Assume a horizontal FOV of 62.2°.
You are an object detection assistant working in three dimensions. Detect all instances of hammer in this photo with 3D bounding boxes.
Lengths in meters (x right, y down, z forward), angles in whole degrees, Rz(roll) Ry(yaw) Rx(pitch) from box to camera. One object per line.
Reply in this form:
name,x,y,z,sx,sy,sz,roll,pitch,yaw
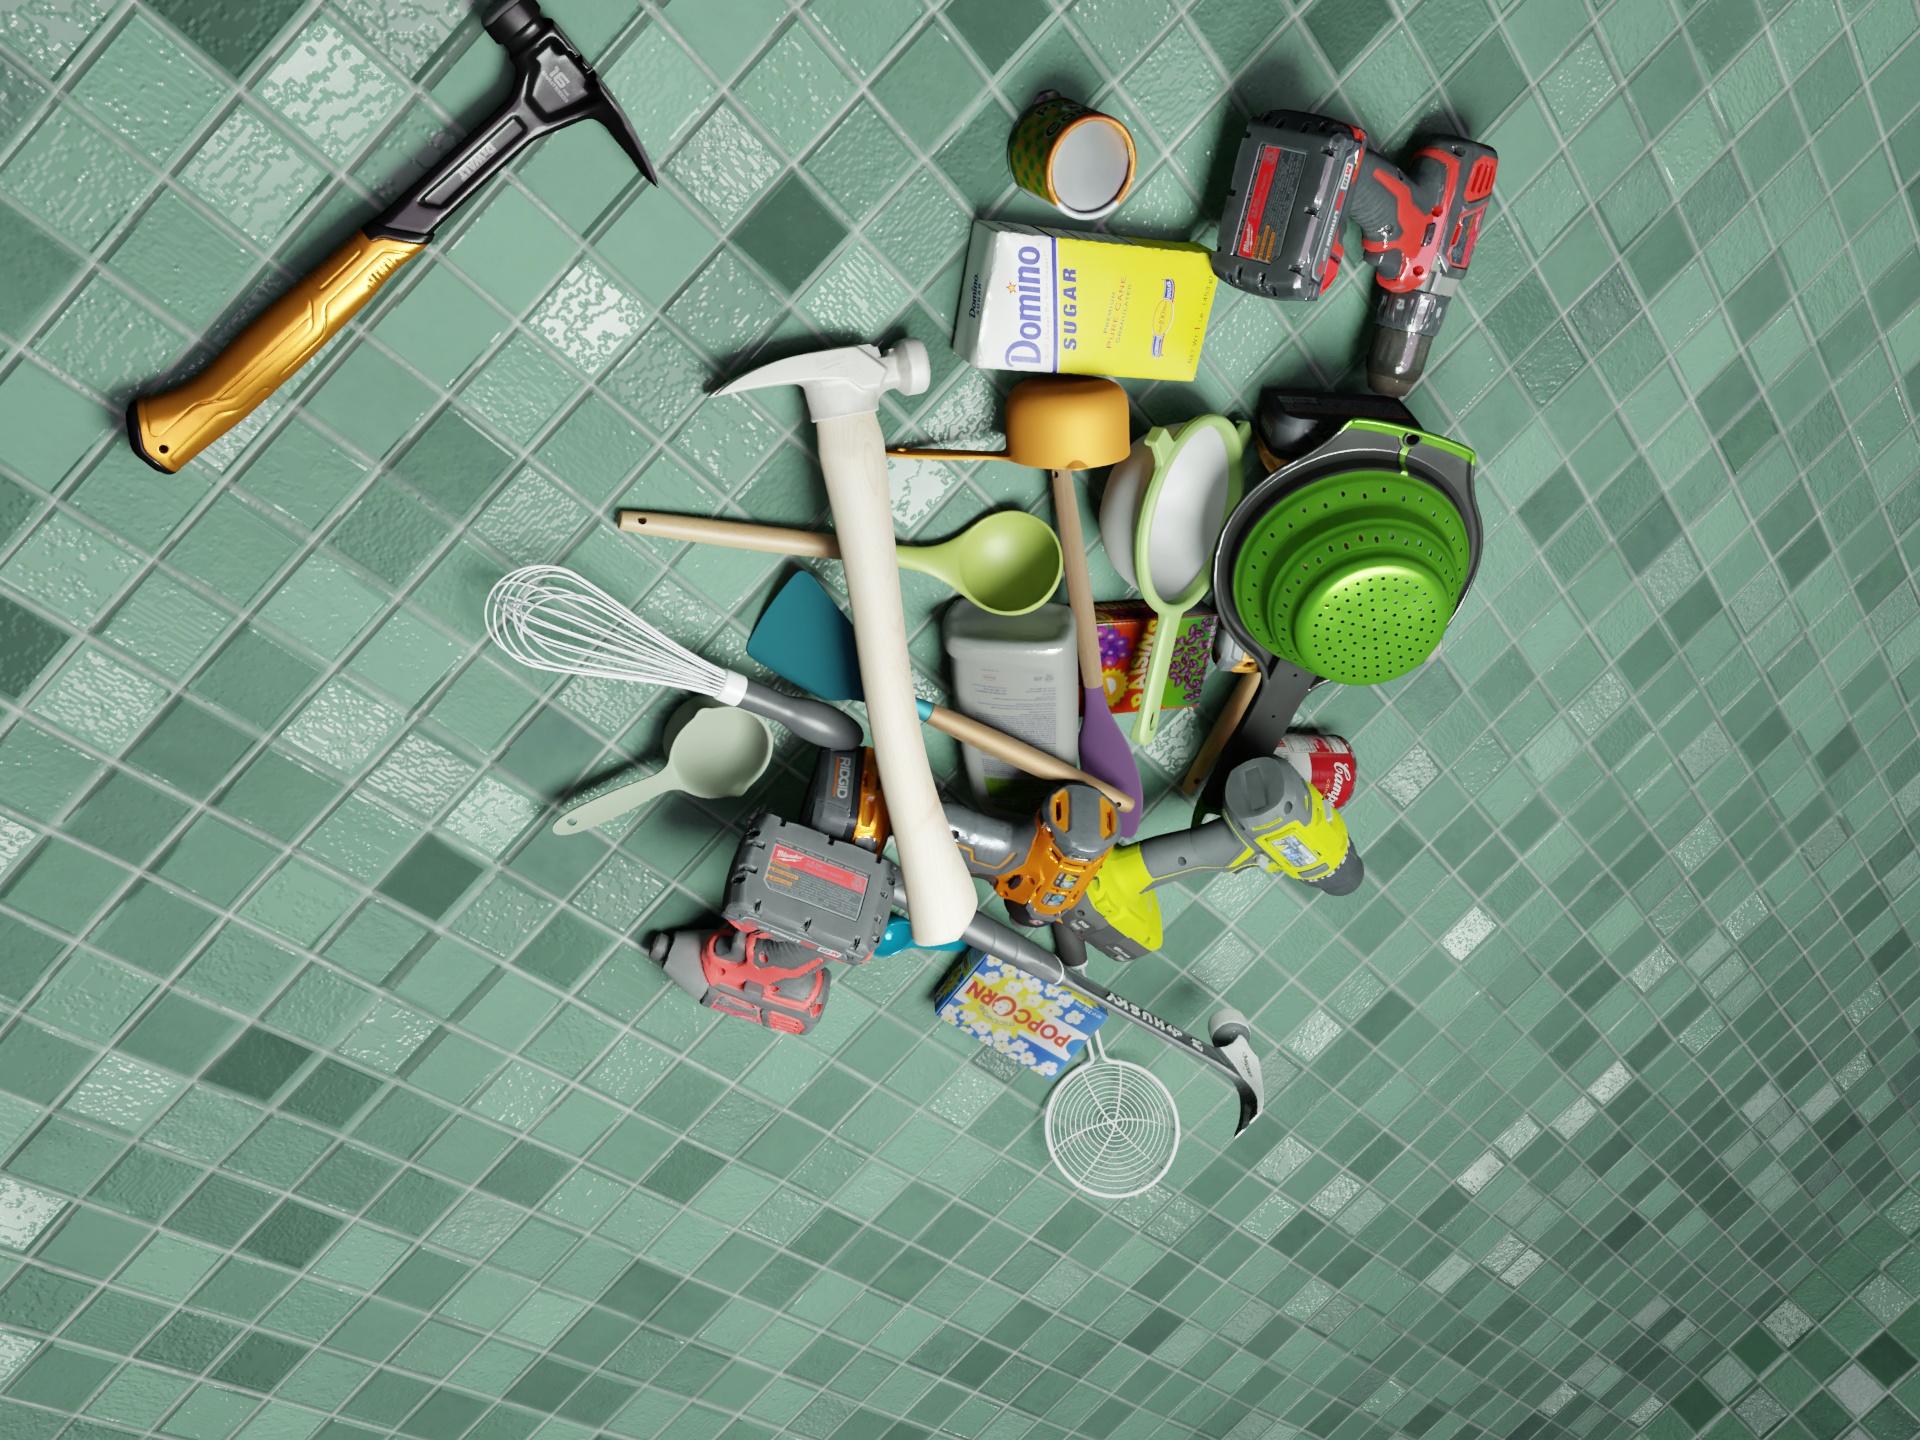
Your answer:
hammer,-0.332,-0.255,0.904,0.337,0.034,0.127,-41,128,1
hammer,0.091,0.218,1.322,0.408,0.149,0.036,30,112,-18
hammer,-0.061,-0.042,1.077,0.146,0.038,0.410,-14,101,-19

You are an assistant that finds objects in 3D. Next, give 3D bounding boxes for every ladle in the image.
ladle,-0.076,-0.123,1.105,0.320,0.062,0.078,5,79,-25
ladle,0.267,-0.069,1.332,0.069,0.031,0.315,20,111,-21

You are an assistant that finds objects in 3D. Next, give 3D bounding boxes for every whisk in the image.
whisk,-0.184,-0.035,1.079,0.284,0.070,0.070,22,107,-30

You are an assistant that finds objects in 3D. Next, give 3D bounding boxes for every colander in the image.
colander,0.268,-0.032,1.212,0.204,0.095,0.396,12,126,-12

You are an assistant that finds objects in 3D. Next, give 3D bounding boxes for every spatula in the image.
spatula,0.099,-0.050,1.205,0.018,0.060,0.315,-32,121,-40
spatula,-0.002,-0.004,1.167,0.317,0.044,0.082,26,119,-22

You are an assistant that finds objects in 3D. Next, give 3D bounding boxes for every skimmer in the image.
skimmer,0.116,0.280,1.430,0.127,0.090,0.363,-10,125,7

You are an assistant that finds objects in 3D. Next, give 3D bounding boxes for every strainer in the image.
strainer,0.140,-0.109,1.197,0.151,0.069,0.256,-18,123,-53

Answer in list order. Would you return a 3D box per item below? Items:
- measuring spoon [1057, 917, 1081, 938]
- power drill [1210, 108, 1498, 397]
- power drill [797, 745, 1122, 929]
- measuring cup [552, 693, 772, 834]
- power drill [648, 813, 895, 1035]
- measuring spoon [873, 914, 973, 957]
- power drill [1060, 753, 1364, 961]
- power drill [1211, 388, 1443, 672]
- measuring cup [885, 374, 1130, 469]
measuring spoon,0.067,0.156,1.350,0.117,0.011,0.021,31,112,-13
power drill,0.282,-0.327,1.123,0.226,0.080,0.187,-6,117,-41
power drill,-0.009,0.100,1.207,0.226,0.084,0.164,11,142,-10
measuring cup,-0.217,0.034,1.141,0.167,0.038,0.083,-26,128,-8
power drill,-0.144,0.160,1.177,0.143,0.079,0.219,22,144,-11
measuring spoon,-0.028,0.180,1.346,0.128,0.021,0.042,10,124,-41
power drill,0.209,0.122,1.312,0.228,0.080,0.190,-23,142,24
power drill,0.303,-0.136,1.246,0.185,0.084,0.226,3,120,-4
measuring cup,0.032,-0.208,1.102,0.173,0.095,0.052,-2,113,-4
